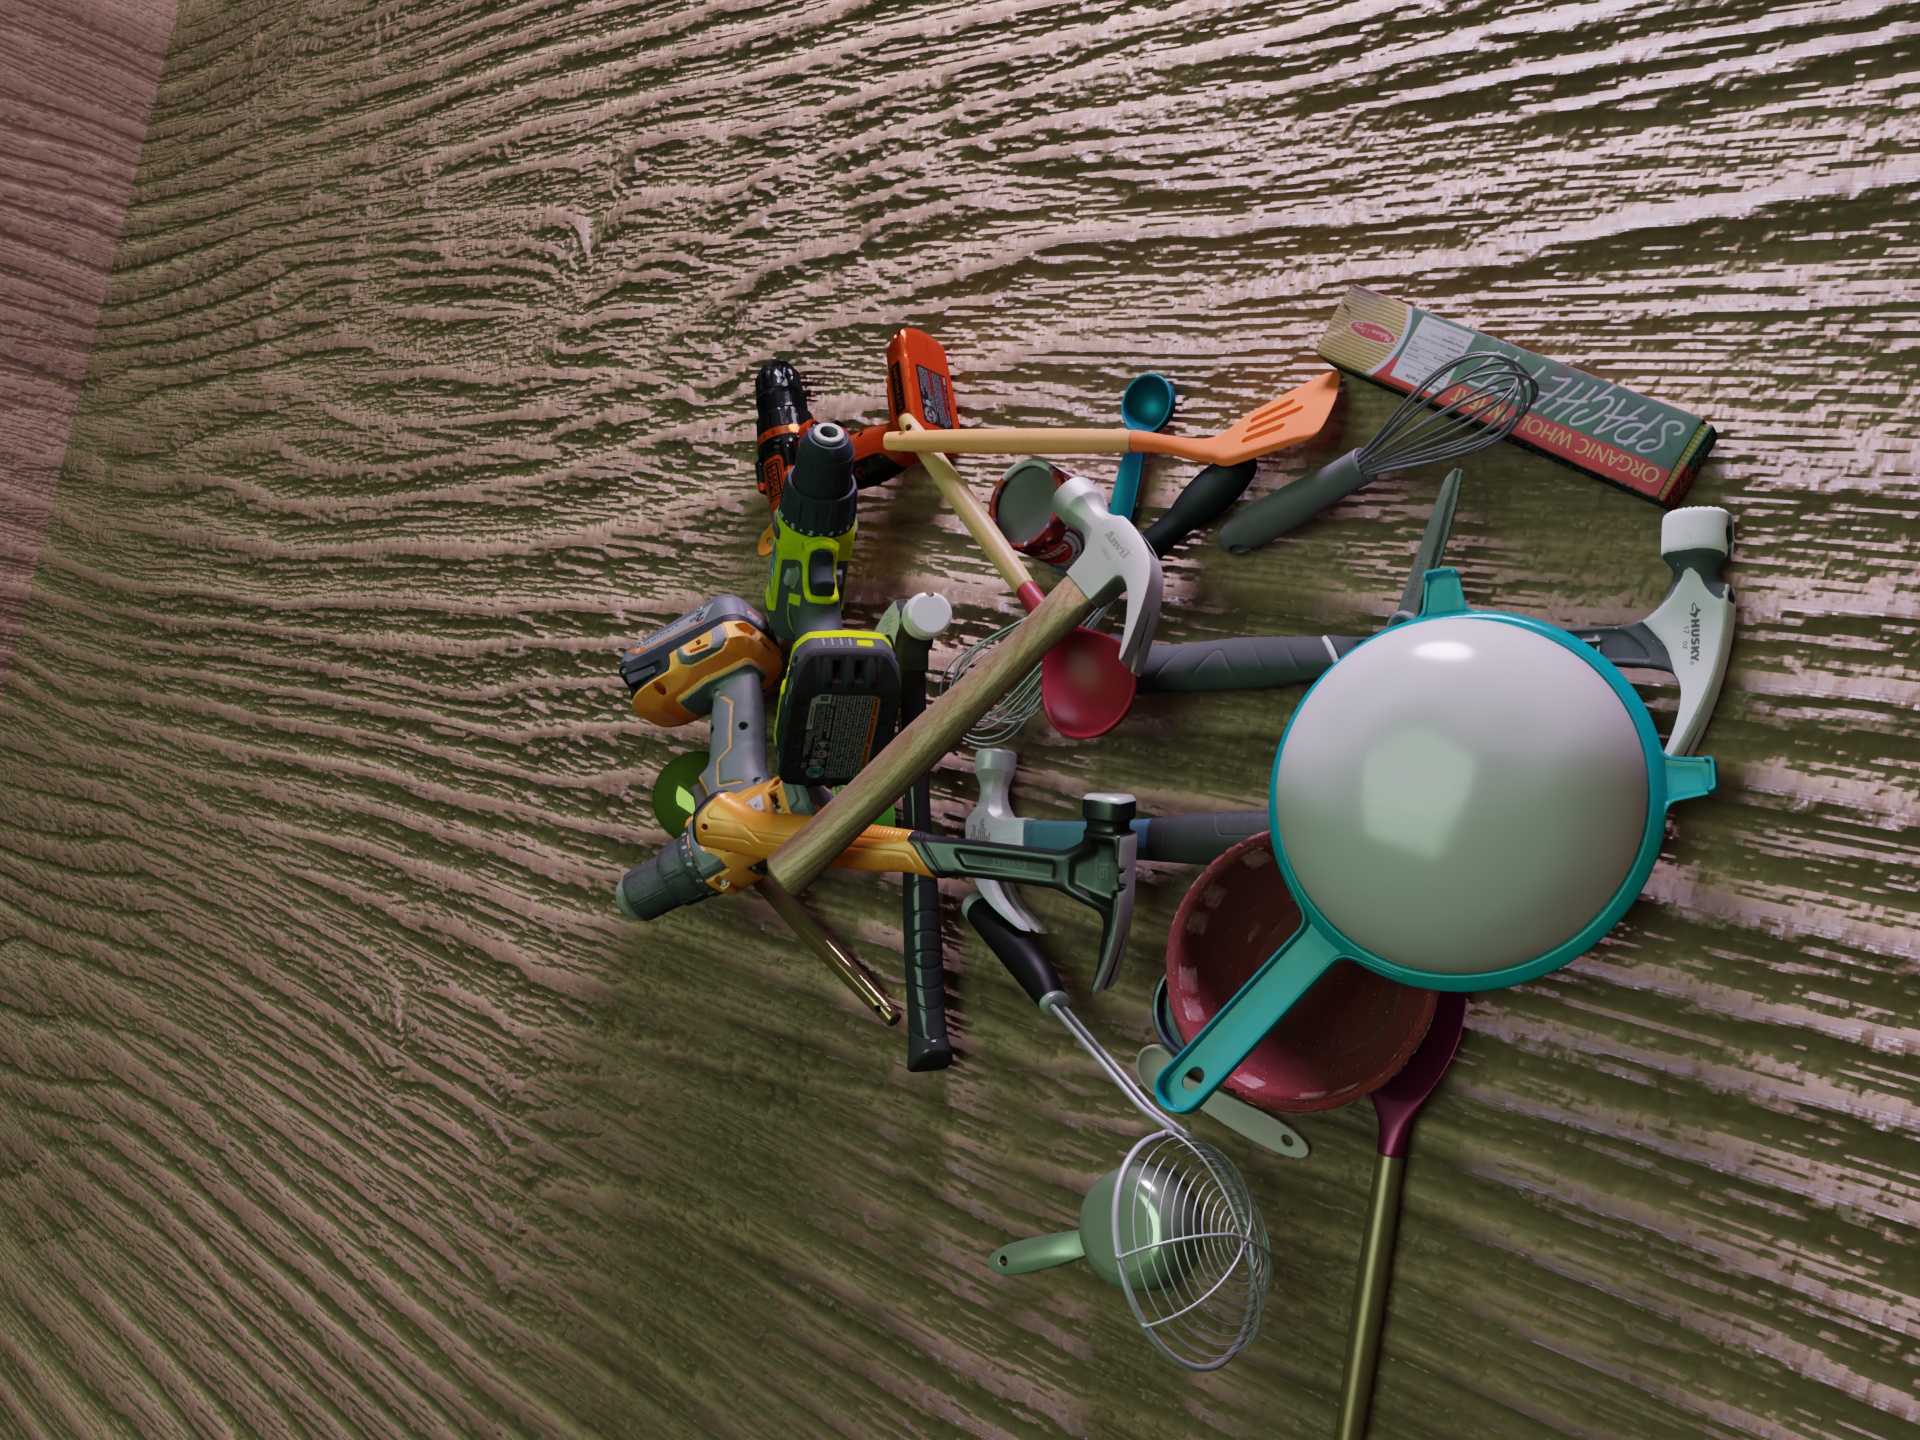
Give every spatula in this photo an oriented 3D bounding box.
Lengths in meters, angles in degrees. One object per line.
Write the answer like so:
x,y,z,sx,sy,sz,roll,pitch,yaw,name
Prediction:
0.092,-0.196,1.071,0.323,0.041,0.081,4,42,24,spatula

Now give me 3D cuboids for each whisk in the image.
0.091,-0.086,1.089,0.284,0.070,0.070,-42,56,20,whisk
0.241,-0.154,0.960,0.239,0.055,0.055,-29,62,48,whisk

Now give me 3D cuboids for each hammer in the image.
0.136,0.075,1.026,0.331,0.033,0.128,-5,76,40,hammer
-0.002,-0.003,1.034,0.331,0.031,0.130,-44,55,11,hammer
-0.041,0.096,1.077,0.337,0.034,0.127,6,95,28,hammer
0.245,-0.034,0.959,0.409,0.036,0.149,-2,80,41,hammer
-0.032,0.083,1.141,0.146,0.035,0.335,160,108,-73,hammer

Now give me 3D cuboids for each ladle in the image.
0.030,-0.107,1.086,0.069,0.031,0.316,-40,58,12,ladle
-0.144,0.131,1.256,0.320,0.062,0.078,41,109,31,ladle

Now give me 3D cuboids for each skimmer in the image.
0.072,0.235,0.992,0.090,0.127,0.364,-57,38,9,skimmer

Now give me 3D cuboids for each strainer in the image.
0.208,0.078,0.838,0.340,0.095,0.211,-49,57,7,strainer

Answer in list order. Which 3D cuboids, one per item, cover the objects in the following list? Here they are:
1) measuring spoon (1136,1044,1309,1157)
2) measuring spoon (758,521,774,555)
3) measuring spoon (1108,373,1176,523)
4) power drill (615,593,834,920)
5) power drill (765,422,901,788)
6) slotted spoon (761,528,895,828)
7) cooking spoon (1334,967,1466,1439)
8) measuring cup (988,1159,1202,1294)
0.163,0.235,0.982,0.124,0.018,0.034,24,117,35,measuring spoon
-0.124,-0.166,1.255,0.117,0.011,0.021,-40,63,35,measuring spoon
0.125,-0.176,1.110,0.042,0.021,0.128,21,103,41,measuring spoon
-0.202,0.035,1.240,0.185,0.084,0.226,-29,58,13,power drill
-0.099,-0.084,1.159,0.190,0.080,0.229,105,160,-47,power drill
-0.117,-0.030,1.272,0.070,0.031,0.314,-40,55,32,slotted spoon
0.240,0.272,0.903,0.069,0.017,0.319,5,83,45,cooking spoon
0.074,0.333,1.015,0.167,0.038,0.083,-25,65,32,measuring cup
